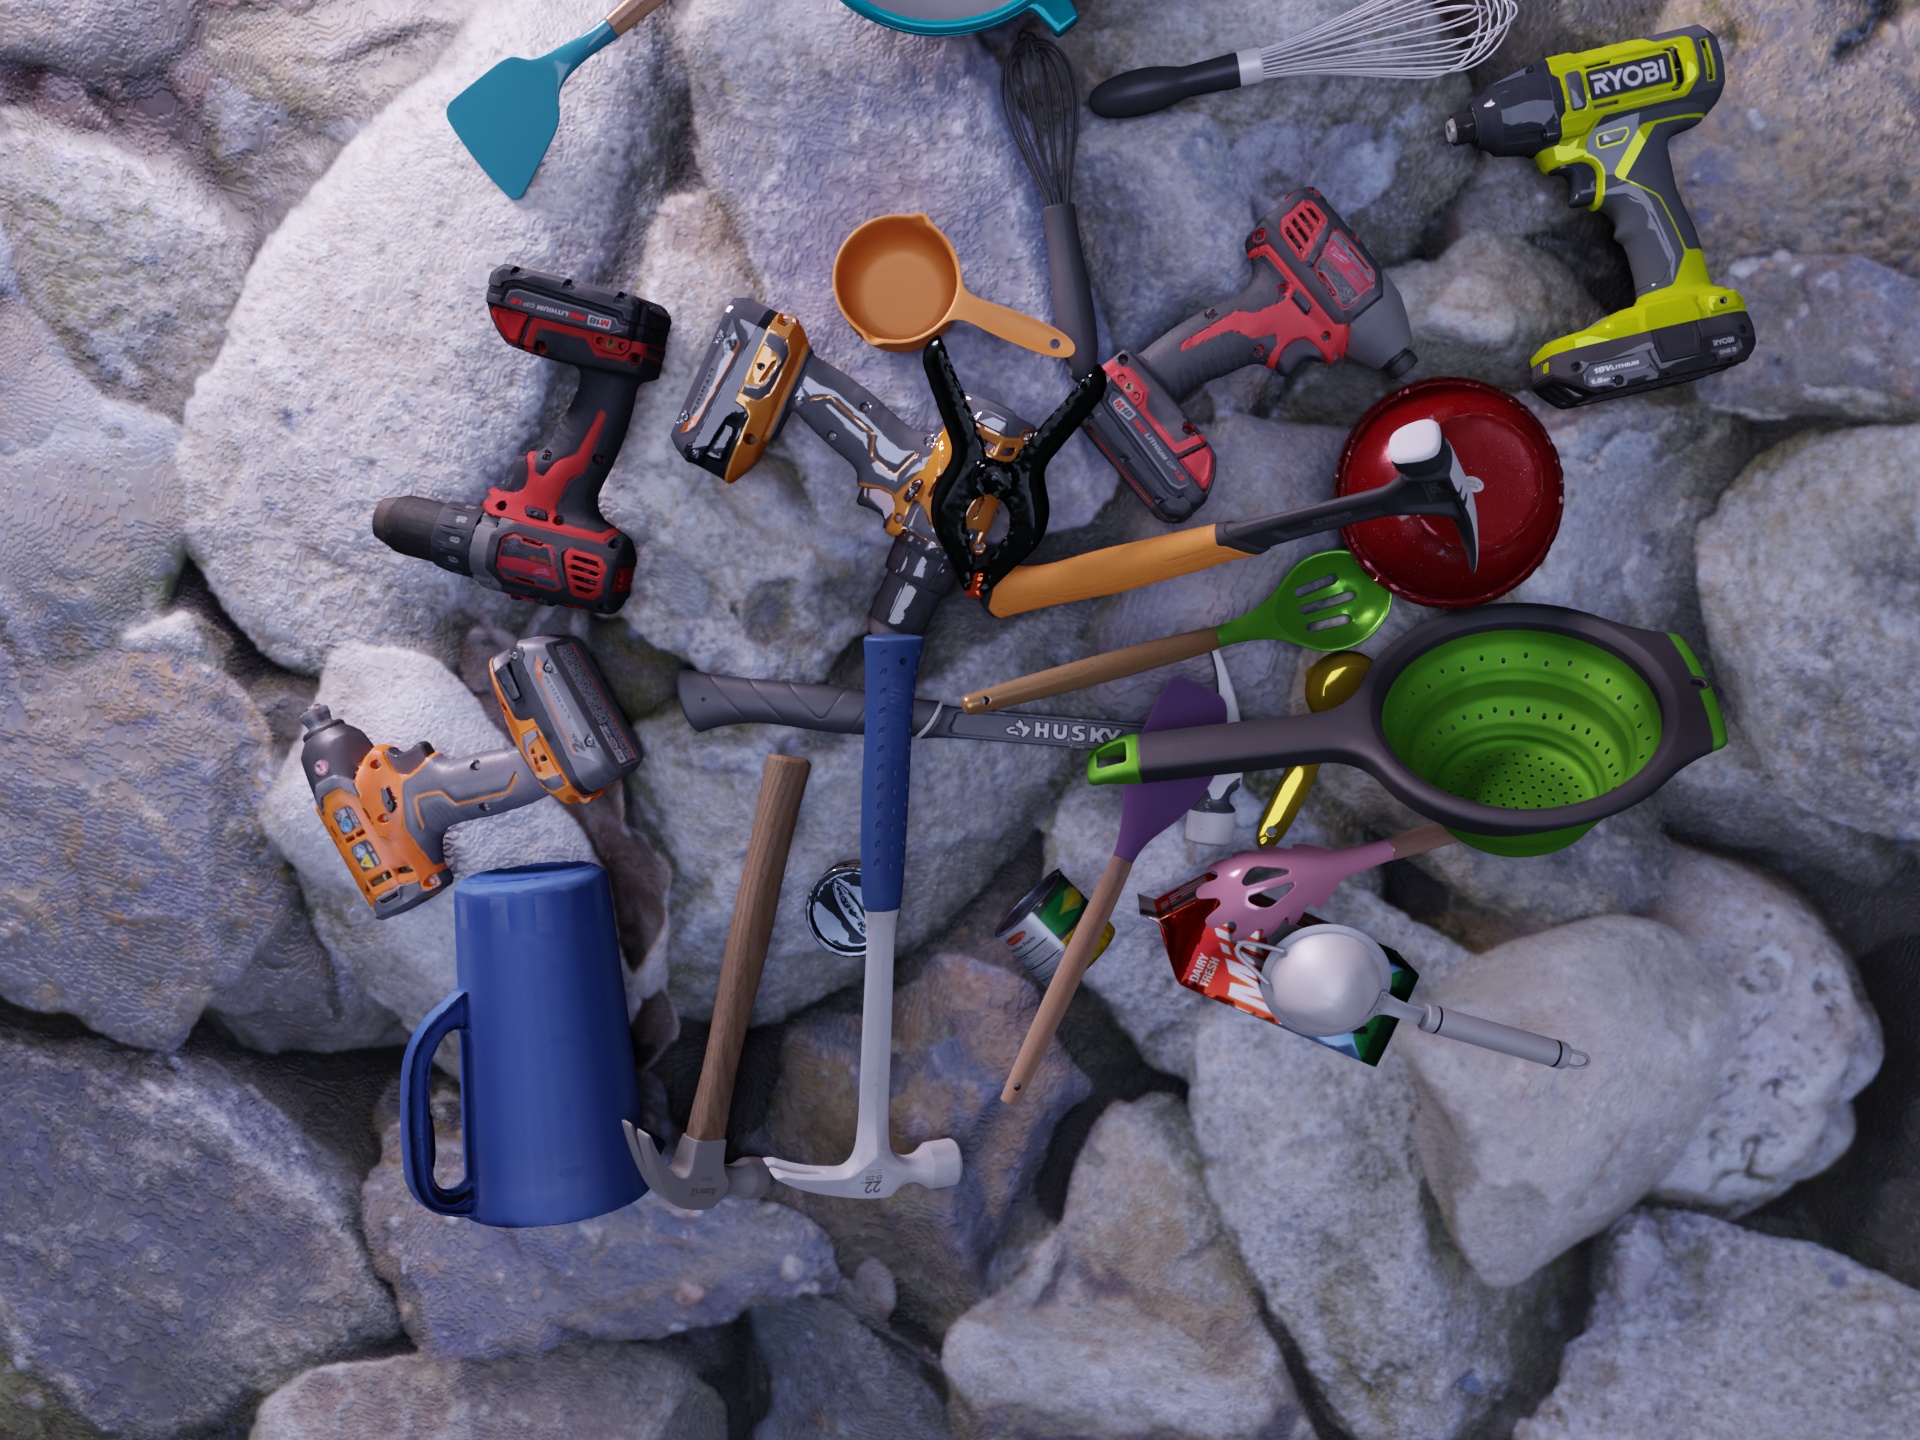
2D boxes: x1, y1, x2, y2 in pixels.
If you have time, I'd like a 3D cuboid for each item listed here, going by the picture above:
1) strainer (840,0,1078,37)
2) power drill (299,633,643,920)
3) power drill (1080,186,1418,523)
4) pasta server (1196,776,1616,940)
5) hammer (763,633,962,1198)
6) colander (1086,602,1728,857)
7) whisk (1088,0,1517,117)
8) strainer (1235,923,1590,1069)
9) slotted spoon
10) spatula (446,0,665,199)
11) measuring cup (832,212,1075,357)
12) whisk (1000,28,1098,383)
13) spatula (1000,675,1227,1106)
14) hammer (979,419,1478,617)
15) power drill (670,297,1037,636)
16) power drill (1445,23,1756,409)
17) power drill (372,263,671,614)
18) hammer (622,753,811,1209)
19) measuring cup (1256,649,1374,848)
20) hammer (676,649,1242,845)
[{"bbox_3d":[-0.071,-0.553,1.058,0.340,0.095,0.211,6,94,6],"label":"strainer"},{"bbox_3d":[-0.364,0.025,1.145,0.226,0.084,0.164,-28,93,10],"label":"power drill"},{"bbox_3d":[0.196,-0.239,1.080,0.219,0.078,0.143,-40,92,4],"label":"power drill"},{"bbox_3d":[0.314,0.083,1.090,0.316,0.040,0.060,-15,77,-13],"label":"pasta server"},{"bbox_3d":[-0.061,0.143,1.112,0.144,0.035,0.405,-1,100,-23],"label":"hammer"},{"bbox_3d":[0.286,0.032,1.060,0.397,0.205,0.094,-7,133,9],"label":"colander"},{"bbox_3d":[0.226,-0.445,1.067,0.284,0.070,0.070,-10,95,9],"label":"whisk"},{"bbox_3d":[0.307,0.197,1.062,0.258,0.050,0.086,17,113,-9],"label":"strainer"},{"bbox_3d":[0.149,-0.052,1.083,0.313,0.031,0.070,-16,89,-13],"label":"slotted spoon"},{"bbox_3d":[-0.223,-0.498,1.110,0.317,0.044,0.082,-39,91,2],"label":"spatula"},{"bbox_3d":[-0.003,-0.283,1.099,0.173,0.052,0.095,22,92,0],"label":"measuring cup"},{"bbox_3d":[0.066,-0.351,1.094,0.055,0.055,0.239,-9,100,5],"label":"whisk"},{"bbox_3d":[0.103,0.119,1.091,0.059,0.018,0.316,27,86,-4],"label":"spatula"},{"bbox_3d":[0.167,-0.112,1.056,0.337,0.127,0.034,-11,57,28],"label":"hammer"},{"bbox_3d":[-0.084,-0.170,1.106,0.226,0.084,0.185,26,99,-3],"label":"power drill"},{"bbox_3d":[0.426,-0.329,1.054,0.171,0.080,0.223,-12,91,5],"label":"power drill"},{"bbox_3d":[-0.308,-0.199,1.121,0.188,0.080,0.226,14,100,3],"label":"power drill"},{"bbox_3d":[-0.161,0.187,1.144,0.031,0.130,0.331,12,89,41],"label":"hammer"},{"bbox_3d":[0.250,0.023,1.122,0.062,0.029,0.156,27,94,1],"label":"measuring cup"},{"bbox_3d":[-0.002,-0.004,1.137,0.409,0.036,0.149,5,95,4],"label":"hammer"}]
